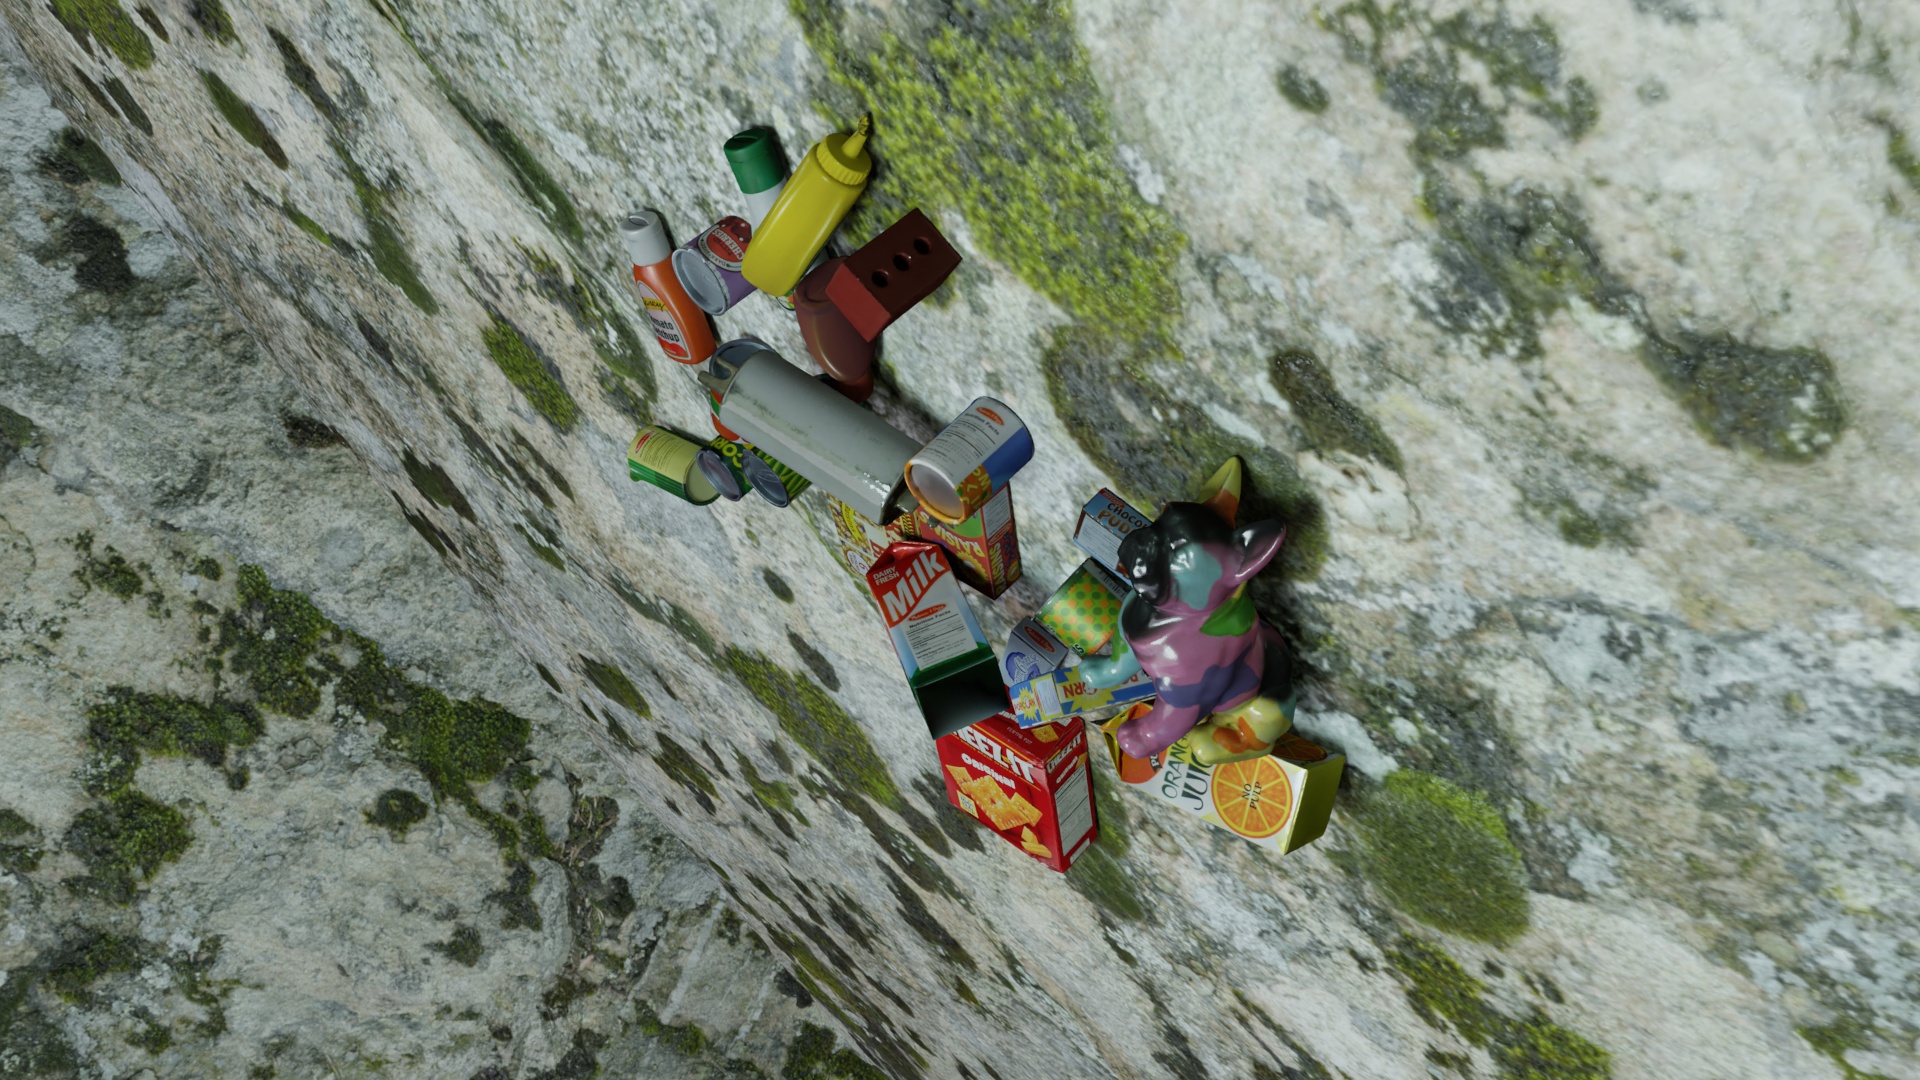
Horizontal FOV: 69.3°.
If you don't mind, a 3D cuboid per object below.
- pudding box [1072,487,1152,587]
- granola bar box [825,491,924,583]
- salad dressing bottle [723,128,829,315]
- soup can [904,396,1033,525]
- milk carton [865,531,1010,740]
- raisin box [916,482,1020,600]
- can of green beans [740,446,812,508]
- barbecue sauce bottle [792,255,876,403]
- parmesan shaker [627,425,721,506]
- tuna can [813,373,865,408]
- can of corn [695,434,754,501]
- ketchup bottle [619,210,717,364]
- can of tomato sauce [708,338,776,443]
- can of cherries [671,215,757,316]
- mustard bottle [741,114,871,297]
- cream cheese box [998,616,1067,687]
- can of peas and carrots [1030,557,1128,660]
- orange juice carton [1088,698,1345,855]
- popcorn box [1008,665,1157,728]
[{"bbox_3d":[0.129,0.004,1.068,0.084,0.030,0.049,38,151,16],"label":"pudding box"},{"bbox_3d":[-0.067,-0.007,1.326,0.124,0.039,0.164,29,149,30],"label":"granola bar box"},{"bbox_3d":[-0.143,-0.250,1.097,0.064,0.044,0.147,18,141,39],"label":"salad dressing bottle"},{"bbox_3d":[0.007,-0.060,1.096,0.071,0.084,0.071,34,151,22],"label":"soup can"},{"bbox_3d":[-0.027,0.073,1.206,0.191,0.073,0.072,-118,9,-47],"label":"milk carton"},{"bbox_3d":[0.004,-0.015,1.213,0.086,0.040,0.122,29,147,31],"label":"raisin box"},{"bbox_3d":[-0.172,-0.075,1.364,0.071,0.058,0.071,35,151,22],"label":"can of green beans"},{"bbox_3d":[-0.096,-0.164,1.130,0.044,0.065,0.148,45,163,22],"label":"barbecue sauce bottle"},{"bbox_3d":[-0.315,-0.081,1.548,0.103,0.071,0.071,23,145,37],"label":"parmesan shaker"},{"bbox_3d":[-0.117,-0.111,1.228,0.071,0.071,0.032,51,152,-10],"label":"tuna can"},{"bbox_3d":[-0.229,-0.085,1.432,0.071,0.058,0.070,35,151,23],"label":"can of corn"},{"bbox_3d":[-0.278,-0.238,1.309,0.065,0.044,0.148,26,146,35],"label":"ketchup bottle"},{"bbox_3d":[-0.203,-0.138,1.311,0.071,0.071,0.082,40,153,12],"label":"can of tomato sauce"},{"bbox_3d":[-0.202,-0.236,1.186,0.071,0.058,0.071,35,151,23],"label":"can of cherries"},{"bbox_3d":[-0.105,-0.247,1.012,0.049,0.066,0.159,32,133,-15],"label":"mustard bottle"},{"bbox_3d":[0.066,0.117,1.320,0.053,0.024,0.103,40,153,14],"label":"cream cheese box"},{"bbox_3d":[0.102,0.059,1.138,0.059,0.071,0.070,43,153,6],"label":"can of peas and carrots"},{"bbox_3d":[0.199,0.176,1.115,0.193,0.072,0.073,20,104,36],"label":"orange juice carton"},{"bbox_3d":[0.115,0.120,1.142,0.085,0.127,0.038,-32,70,64],"label":"popcorn box"}]
